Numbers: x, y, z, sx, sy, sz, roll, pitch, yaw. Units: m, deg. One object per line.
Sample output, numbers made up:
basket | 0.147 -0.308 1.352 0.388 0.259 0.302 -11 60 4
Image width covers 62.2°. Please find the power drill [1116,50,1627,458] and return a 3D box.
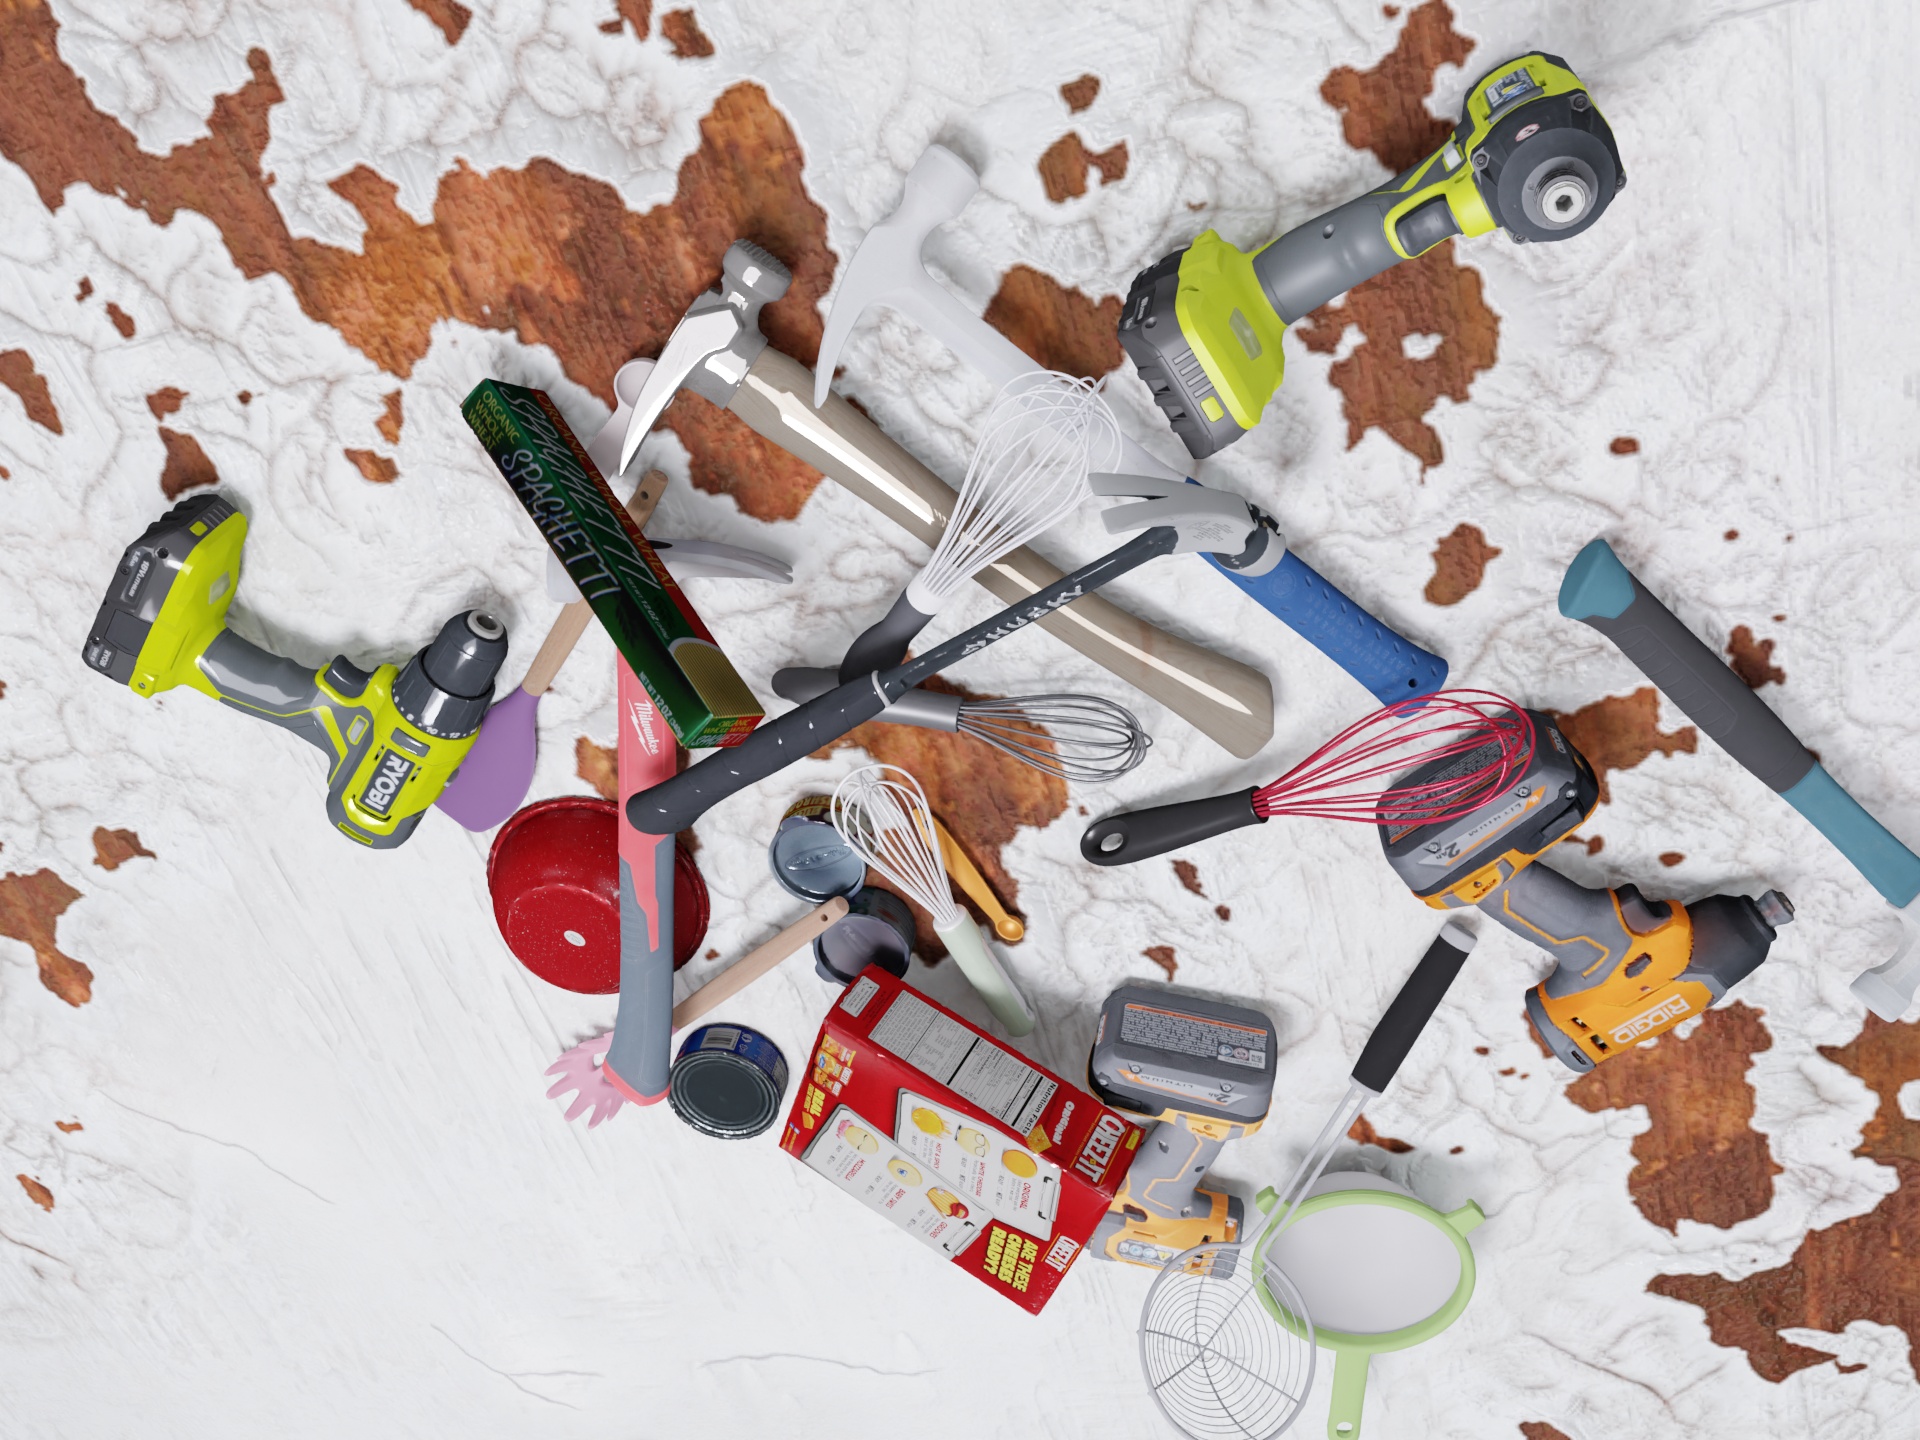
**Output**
power drill | 0.189 -0.218 0.739 0.223 0.171 0.080 -26 112 26

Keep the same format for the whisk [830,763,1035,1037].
whisk | -0.010 0.123 1.039 0.059 0.058 0.246 -30 120 2

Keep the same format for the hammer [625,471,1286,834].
hammer | -0.031 -0.024 0.859 0.409 0.149 0.036 -27 71 28

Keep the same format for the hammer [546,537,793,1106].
hammer | -0.182 0.075 1.005 0.143 0.038 0.386 2 113 -6

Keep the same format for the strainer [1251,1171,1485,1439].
strainer | 0.283 0.414 1.145 0.151 0.069 0.256 1 119 7

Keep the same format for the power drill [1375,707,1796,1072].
power drill | 0.373 0.099 0.943 0.164 0.084 0.226 -37 111 24

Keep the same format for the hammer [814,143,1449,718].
hammer | 0.103 -0.125 0.867 0.405 0.035 0.144 35 97 -15

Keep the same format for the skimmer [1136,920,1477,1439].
skimmer | 0.235 0.296 1.014 0.127 0.090 0.363 27 102 -7

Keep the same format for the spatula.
spatula | -0.259 -0.036 1.010 0.060 0.018 0.315 37 121 -3

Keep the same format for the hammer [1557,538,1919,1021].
hammer | 0.458 0.023 0.893 0.331 0.033 0.128 41 99 -9

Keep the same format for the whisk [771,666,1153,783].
whisk | -0.001 -0.004 0.971 0.239 0.055 0.055 11 121 10

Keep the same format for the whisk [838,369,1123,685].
whisk | -0.001 -0.087 0.841 0.070 0.070 0.284 33 140 -10

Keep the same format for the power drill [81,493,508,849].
power drill | -0.409 -0.039 1.003 0.228 0.080 0.190 33 120 -12

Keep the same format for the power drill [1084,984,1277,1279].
power drill | 0.117 0.291 1.102 0.185 0.084 0.226 10 126 6

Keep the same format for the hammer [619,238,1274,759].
hammer | 0.006 -0.093 0.911 0.410 0.038 0.146 34 111 -12

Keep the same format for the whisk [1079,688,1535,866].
whisk | 0.192 0.044 0.932 0.296 0.073 0.073 -19 116 36

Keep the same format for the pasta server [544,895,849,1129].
pasta server | -0.185 0.201 1.107 0.316 0.040 0.060 -37 93 33

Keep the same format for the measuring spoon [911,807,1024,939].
measuring spoon | 0.006 0.100 1.049 0.021 0.011 0.116 -26 110 37

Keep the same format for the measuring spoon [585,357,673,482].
measuring spoon | -0.204 -0.166 0.929 0.034 0.018 0.124 25 129 -23
